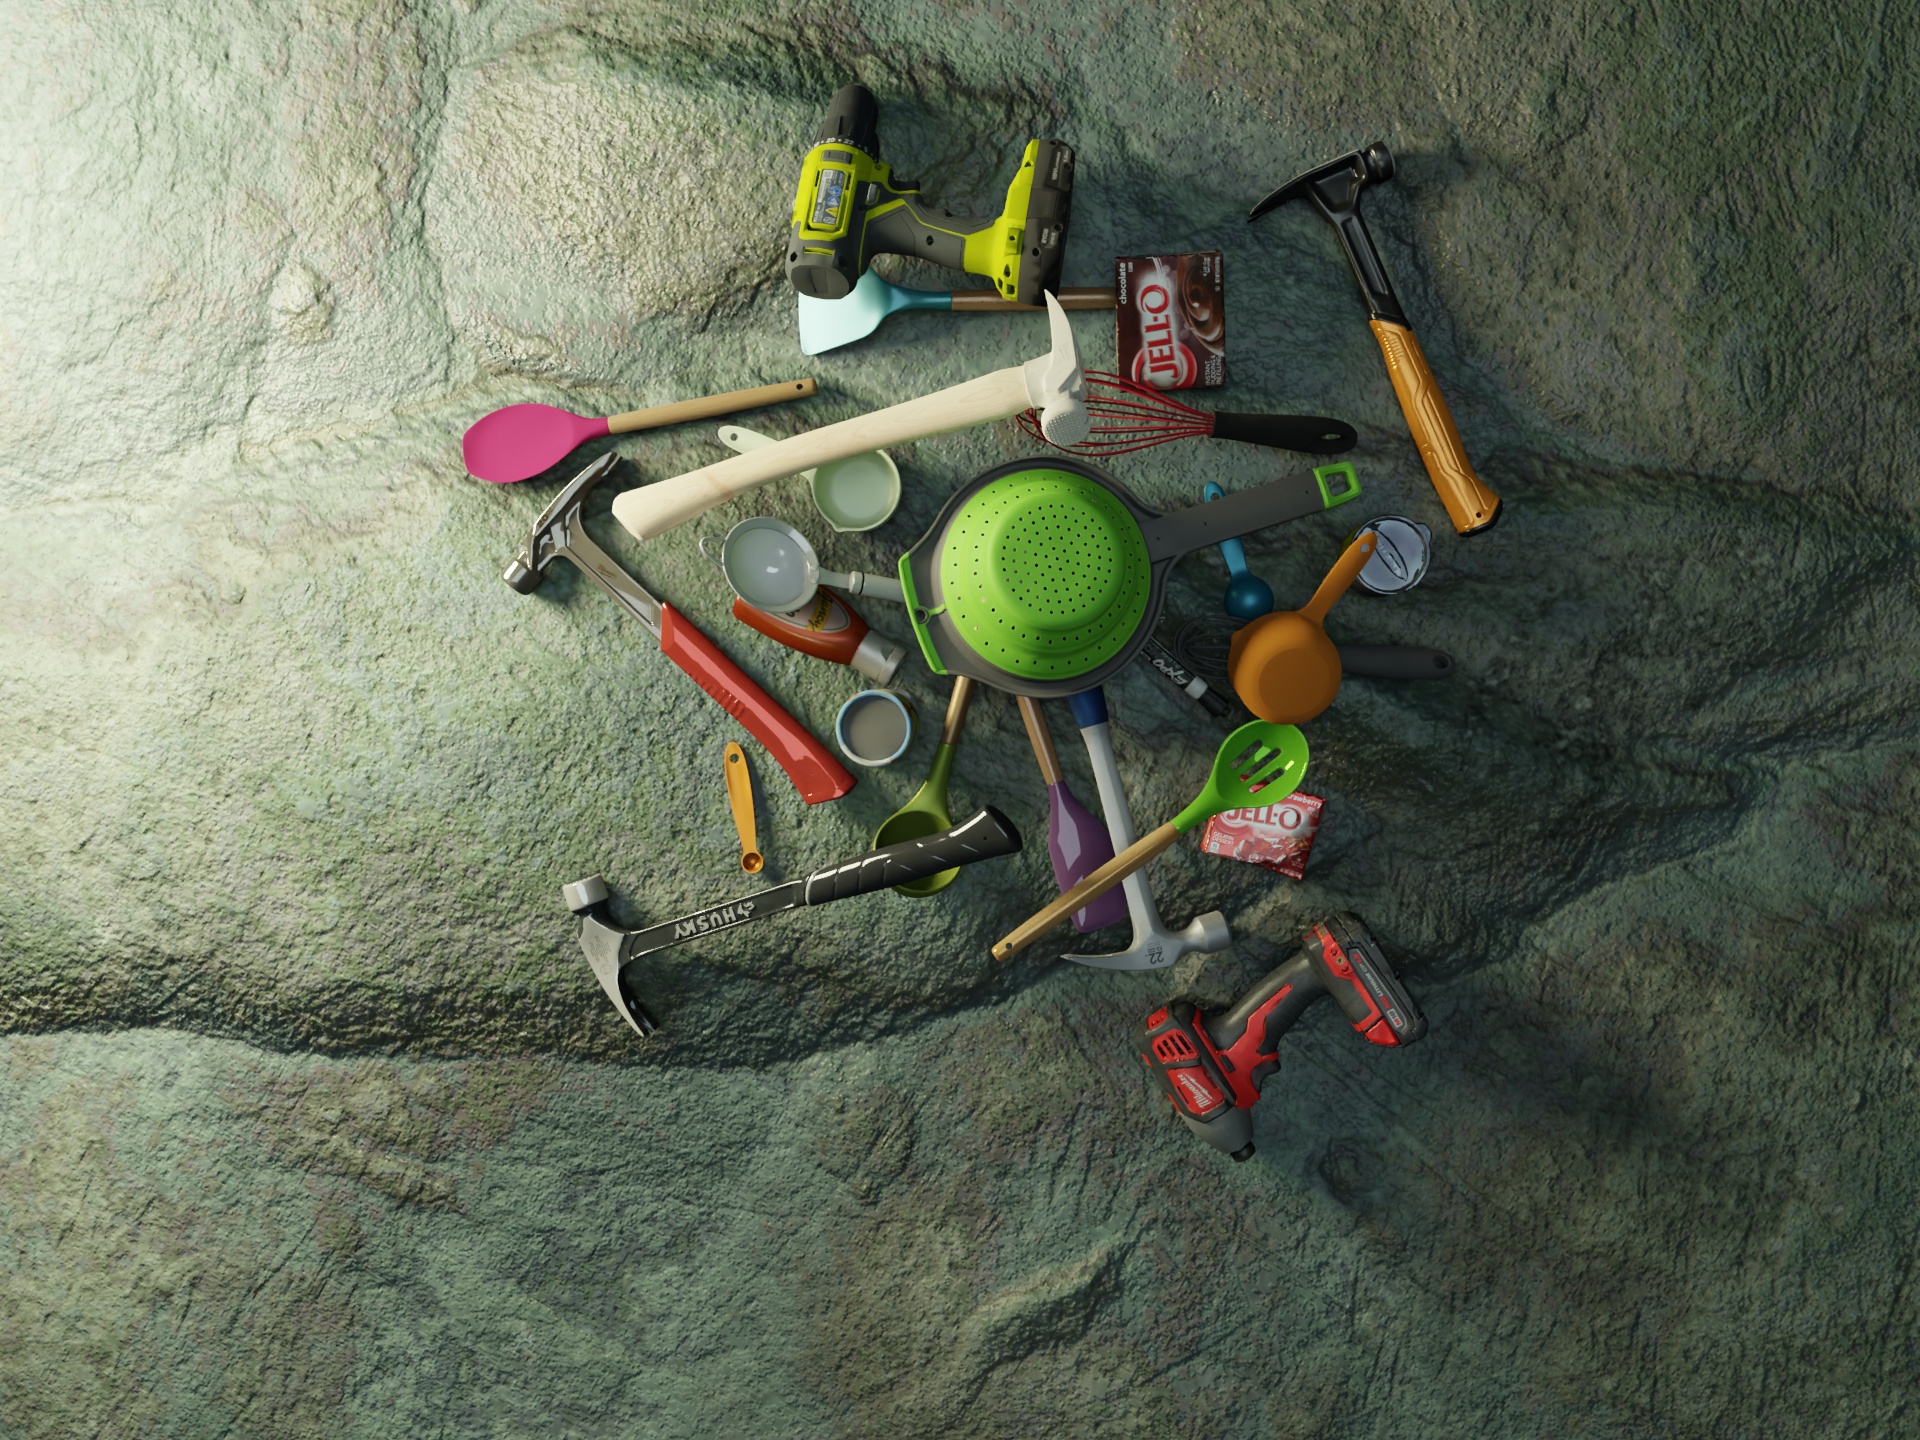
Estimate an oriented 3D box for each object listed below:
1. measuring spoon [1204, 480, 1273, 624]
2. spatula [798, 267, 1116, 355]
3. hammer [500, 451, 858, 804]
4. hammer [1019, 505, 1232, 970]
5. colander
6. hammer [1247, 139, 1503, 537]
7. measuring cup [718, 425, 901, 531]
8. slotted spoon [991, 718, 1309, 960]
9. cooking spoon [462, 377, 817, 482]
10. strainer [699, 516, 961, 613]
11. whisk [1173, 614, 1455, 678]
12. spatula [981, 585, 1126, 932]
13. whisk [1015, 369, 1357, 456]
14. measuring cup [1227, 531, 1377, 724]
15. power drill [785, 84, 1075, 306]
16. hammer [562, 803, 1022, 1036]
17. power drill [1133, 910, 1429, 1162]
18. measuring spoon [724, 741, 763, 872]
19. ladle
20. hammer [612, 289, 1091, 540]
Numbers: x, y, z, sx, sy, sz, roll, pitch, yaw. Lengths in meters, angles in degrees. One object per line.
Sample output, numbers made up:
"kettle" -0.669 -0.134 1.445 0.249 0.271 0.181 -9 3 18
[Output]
"measuring spoon" 0.233 -0.143 1.355 0.042 0.021 0.128 -19 91 4
"spatula" 0.018 -0.360 1.366 0.317 0.044 0.082 -1 91 -1
"hammer" -0.224 -0.065 1.382 0.359 0.036 0.149 42 94 2
"hammer" 0.111 0.016 1.352 0.144 0.035 0.405 -15 88 -10
"colander" 0.150 -0.148 1.296 0.397 0.094 0.204 -18 87 -5
"hammer" 0.363 -0.308 1.336 0.127 0.034 0.337 -24 90 3
"measuring cup" -0.129 -0.217 1.372 0.167 0.038 0.083 23 93 5
"slotted spoon" 0.156 0.103 1.317 0.314 0.031 0.070 -35 80 -5
"cooking spoon" -0.281 -0.262 1.389 0.319 0.017 0.069 -10 82 4
"strainer" -0.097 -0.115 1.342 0.258 0.050 0.087 9 68 -17
"whisk" 0.300 -0.057 1.345 0.239 0.055 0.055 4 92 -1
"spatula" 0.076 0.028 1.373 0.060 0.018 0.316 -20 91 -4
"whisk" 0.190 -0.248 1.324 0.295 0.073 0.073 4 92 -9
"measuring cup" 0.288 -0.073 1.284 0.095 0.052 0.173 28 110 -14
"power drill" -0.023 -0.437 1.328 0.228 0.080 0.191 8 72 4
"hammer" -0.140 0.152 1.339 0.409 0.036 0.149 -18 92 17
"power drill" 0.272 0.268 1.339 0.219 0.078 0.143 -32 89 7
"measuring spoon" -0.190 0.076 1.398 0.021 0.011 0.117 -10 87 4
"ladle" -0.002 -0.004 1.349 0.078 0.062 0.320 16 95 -6
"hammer" -0.097 -0.235 1.305 0.410 0.038 0.146 -15 54 15
